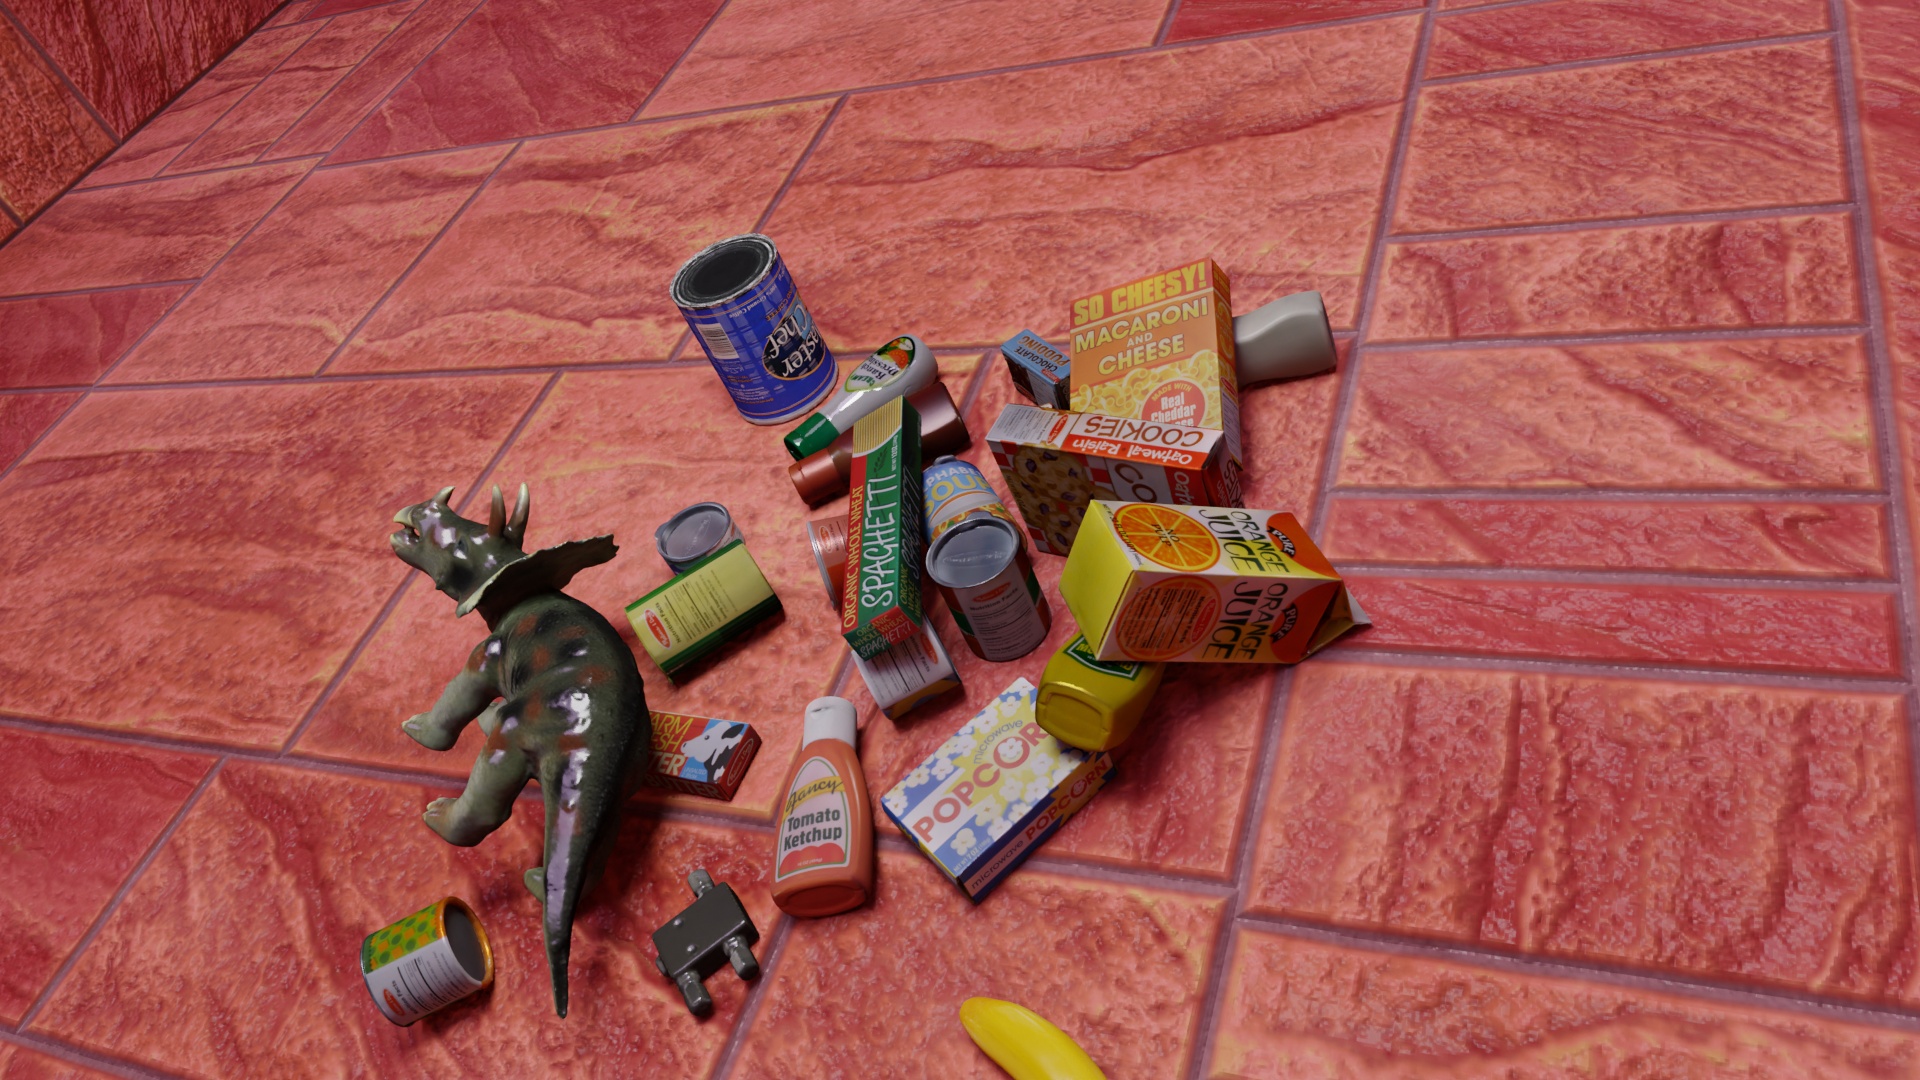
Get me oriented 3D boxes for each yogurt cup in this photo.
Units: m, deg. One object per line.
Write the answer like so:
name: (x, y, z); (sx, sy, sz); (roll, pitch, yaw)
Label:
yogurt cup: (-0.083, 0.010, 1.061); (0.054, 0.072, 0.073); (-18, 42, -4)

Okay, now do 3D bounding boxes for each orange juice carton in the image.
orange juice carton: (0.167, 0.028, 0.879); (0.193, 0.072, 0.072); (3, 36, -23)

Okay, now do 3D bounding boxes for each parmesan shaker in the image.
parmesan shaker: (-0.195, 0.054, 1.070); (0.103, 0.071, 0.071); (-32, 42, -8)

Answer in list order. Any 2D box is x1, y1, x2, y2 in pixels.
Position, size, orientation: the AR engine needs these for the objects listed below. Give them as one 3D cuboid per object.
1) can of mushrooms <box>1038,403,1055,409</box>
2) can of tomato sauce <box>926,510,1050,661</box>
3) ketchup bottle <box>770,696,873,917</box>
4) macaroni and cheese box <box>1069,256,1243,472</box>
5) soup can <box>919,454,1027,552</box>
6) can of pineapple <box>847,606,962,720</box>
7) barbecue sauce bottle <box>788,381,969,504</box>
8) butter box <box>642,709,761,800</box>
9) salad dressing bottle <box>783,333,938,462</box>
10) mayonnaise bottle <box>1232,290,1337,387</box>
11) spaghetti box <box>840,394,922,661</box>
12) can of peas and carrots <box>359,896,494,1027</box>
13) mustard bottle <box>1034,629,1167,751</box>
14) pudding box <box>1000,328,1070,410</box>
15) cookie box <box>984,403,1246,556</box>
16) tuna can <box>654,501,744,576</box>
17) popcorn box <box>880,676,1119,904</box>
can of mushrooms: (0.063, -0.073, 1.070); (0.033, 0.070, 0.071); (-15, 43, 11)
can of tomato sauce: (0.021, 0.033, 0.972); (0.071, 0.082, 0.071); (-14, 43, 13)
ketchup bottle: (-0.088, 0.172, 0.915); (0.064, 0.043, 0.149); (-15, 43, 12)
macaroni and cheese box: (0.144, -0.119, 1.046); (0.123, 0.040, 0.167); (-13, 61, 30)
soup can: (0.004, -0.013, 1.035); (0.071, 0.071, 0.084); (-30, 42, -4)
can of pineapple: (-0.039, 0.083, 0.965); (0.058, 0.070, 0.071); (-27, 42, -2)
barbecue sauce bottle: (-0.069, -0.077, 1.156); (0.148, 0.043, 0.065); (-25, 42, 1)
butter box: (-0.199, 0.153, 1.001); (0.103, 0.024, 0.053); (3, 49, 28)
salad dressing bottle: (-0.086, -0.119, 1.205); (0.148, 0.043, 0.064); (-41, 45, -17)
mayonnaise bottle: (0.212, -0.147, 1.079); (0.148, 0.064, 0.041); (-12, 42, 20)
spaghetti box: (-0.054, -0.017, 1.002); (0.050, 0.028, 0.251); (-29, 34, 21)
can of peas and carrots: (-0.351, 0.276, 0.920); (0.059, 0.070, 0.071); (-26, 42, -1)
mustard bottle: (0.102, 0.075, 0.893); (0.065, 0.048, 0.161); (21, 32, 18)
pudding box: (0.071, -0.134, 1.141); (0.030, 0.049, 0.084); (-35, 43, -12)
cookie box: (0.112, -0.030, 0.962); (0.167, 0.122, 0.040); (11, 55, 34)
tuna can: (-0.217, 0.002, 1.154); (0.071, 0.032, 0.071); (-13, 43, 13)
popcorn box: (0.024, 0.156, 0.880); (0.127, 0.038, 0.085); (-39, 44, -15)
